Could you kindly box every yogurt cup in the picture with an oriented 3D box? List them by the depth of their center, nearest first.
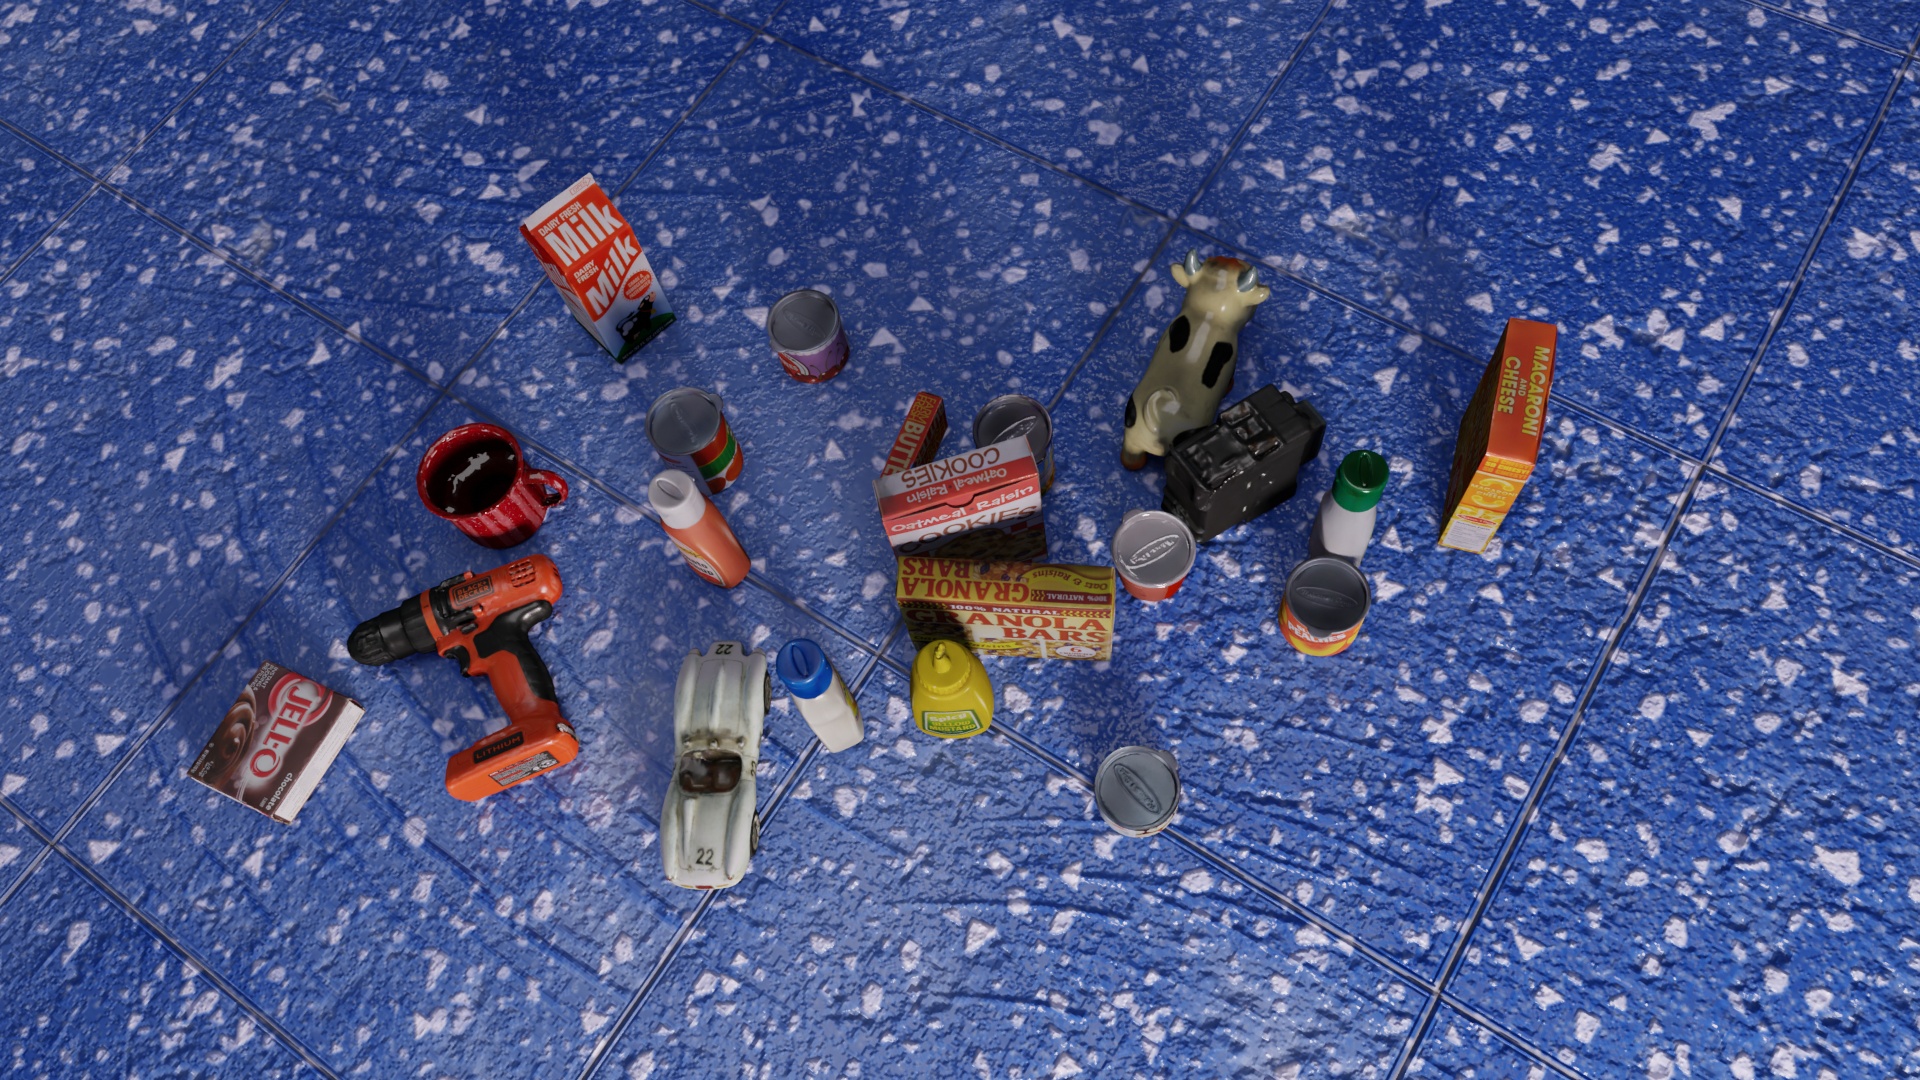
[{"bbox_3d":[0.158,0.016,1.144,0.072,0.053,0.072,-2,66,5],"label":"yogurt cup"}]

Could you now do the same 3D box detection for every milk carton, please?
[{"bbox_3d":[-0.326,-0.247,1.236,0.072,0.190,0.073,-42,69,-12],"label":"milk carton"}]

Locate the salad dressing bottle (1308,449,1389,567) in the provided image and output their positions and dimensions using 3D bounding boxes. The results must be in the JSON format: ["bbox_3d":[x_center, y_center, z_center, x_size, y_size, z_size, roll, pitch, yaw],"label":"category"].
[{"bbox_3d":[0.306,-0.023,1.095,0.044,0.147,0.064,3,67,7],"label":"salad dressing bottle"}]

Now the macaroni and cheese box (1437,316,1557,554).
[{"bbox_3d":[0.424,-0.079,1.098,0.040,0.166,0.124,14,68,12],"label":"macaroni and cheese box"}]

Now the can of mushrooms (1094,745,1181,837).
[{"bbox_3d":[0.139,0.194,1.077,0.071,0.033,0.071,-2,66,5],"label":"can of mushrooms"}]

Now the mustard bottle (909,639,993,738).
[{"bbox_3d":[-0.011,0.110,1.061,0.065,0.159,0.049,-4,66,5],"label":"mustard bottle"}]

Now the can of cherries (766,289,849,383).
[{"bbox_3d":[-0.140,-0.183,1.261,0.071,0.058,0.072,-2,66,5],"label":"can of cherries"}]

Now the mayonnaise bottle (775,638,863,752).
[{"bbox_3d":[-0.109,0.117,1.075,0.041,0.147,0.065,-23,66,-4],"label":"mayonnaise bottle"}]

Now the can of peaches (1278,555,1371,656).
[{"bbox_3d":[0.289,0.055,1.111,0.071,0.058,0.071,-2,66,5],"label":"can of peaches"}]

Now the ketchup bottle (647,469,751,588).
[{"bbox_3d":[-0.218,-0.012,1.143,0.065,0.148,0.043,33,74,18],"label":"ketchup bottle"}]

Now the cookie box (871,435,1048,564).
[{"bbox_3d":[0.004,-0.014,1.111,0.123,0.166,0.040,-17,66,-2],"label":"cookie box"}]

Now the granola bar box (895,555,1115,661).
[{"bbox_3d":[0.039,0.056,1.100,0.165,0.123,0.039,3,67,7],"label":"granola bar box"}]

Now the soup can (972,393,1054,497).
[{"bbox_3d":[0.048,-0.073,1.179,0.071,0.083,0.071,-2,66,5],"label":"soup can"}]

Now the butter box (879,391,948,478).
[{"bbox_3d":[-0.042,-0.073,1.205,0.024,0.053,0.104,17,69,13],"label":"butter box"}]

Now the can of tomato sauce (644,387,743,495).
[{"bbox_3d":[-0.230,-0.087,1.214,0.071,0.082,0.071,-2,66,5],"label":"can of tomato sauce"}]
